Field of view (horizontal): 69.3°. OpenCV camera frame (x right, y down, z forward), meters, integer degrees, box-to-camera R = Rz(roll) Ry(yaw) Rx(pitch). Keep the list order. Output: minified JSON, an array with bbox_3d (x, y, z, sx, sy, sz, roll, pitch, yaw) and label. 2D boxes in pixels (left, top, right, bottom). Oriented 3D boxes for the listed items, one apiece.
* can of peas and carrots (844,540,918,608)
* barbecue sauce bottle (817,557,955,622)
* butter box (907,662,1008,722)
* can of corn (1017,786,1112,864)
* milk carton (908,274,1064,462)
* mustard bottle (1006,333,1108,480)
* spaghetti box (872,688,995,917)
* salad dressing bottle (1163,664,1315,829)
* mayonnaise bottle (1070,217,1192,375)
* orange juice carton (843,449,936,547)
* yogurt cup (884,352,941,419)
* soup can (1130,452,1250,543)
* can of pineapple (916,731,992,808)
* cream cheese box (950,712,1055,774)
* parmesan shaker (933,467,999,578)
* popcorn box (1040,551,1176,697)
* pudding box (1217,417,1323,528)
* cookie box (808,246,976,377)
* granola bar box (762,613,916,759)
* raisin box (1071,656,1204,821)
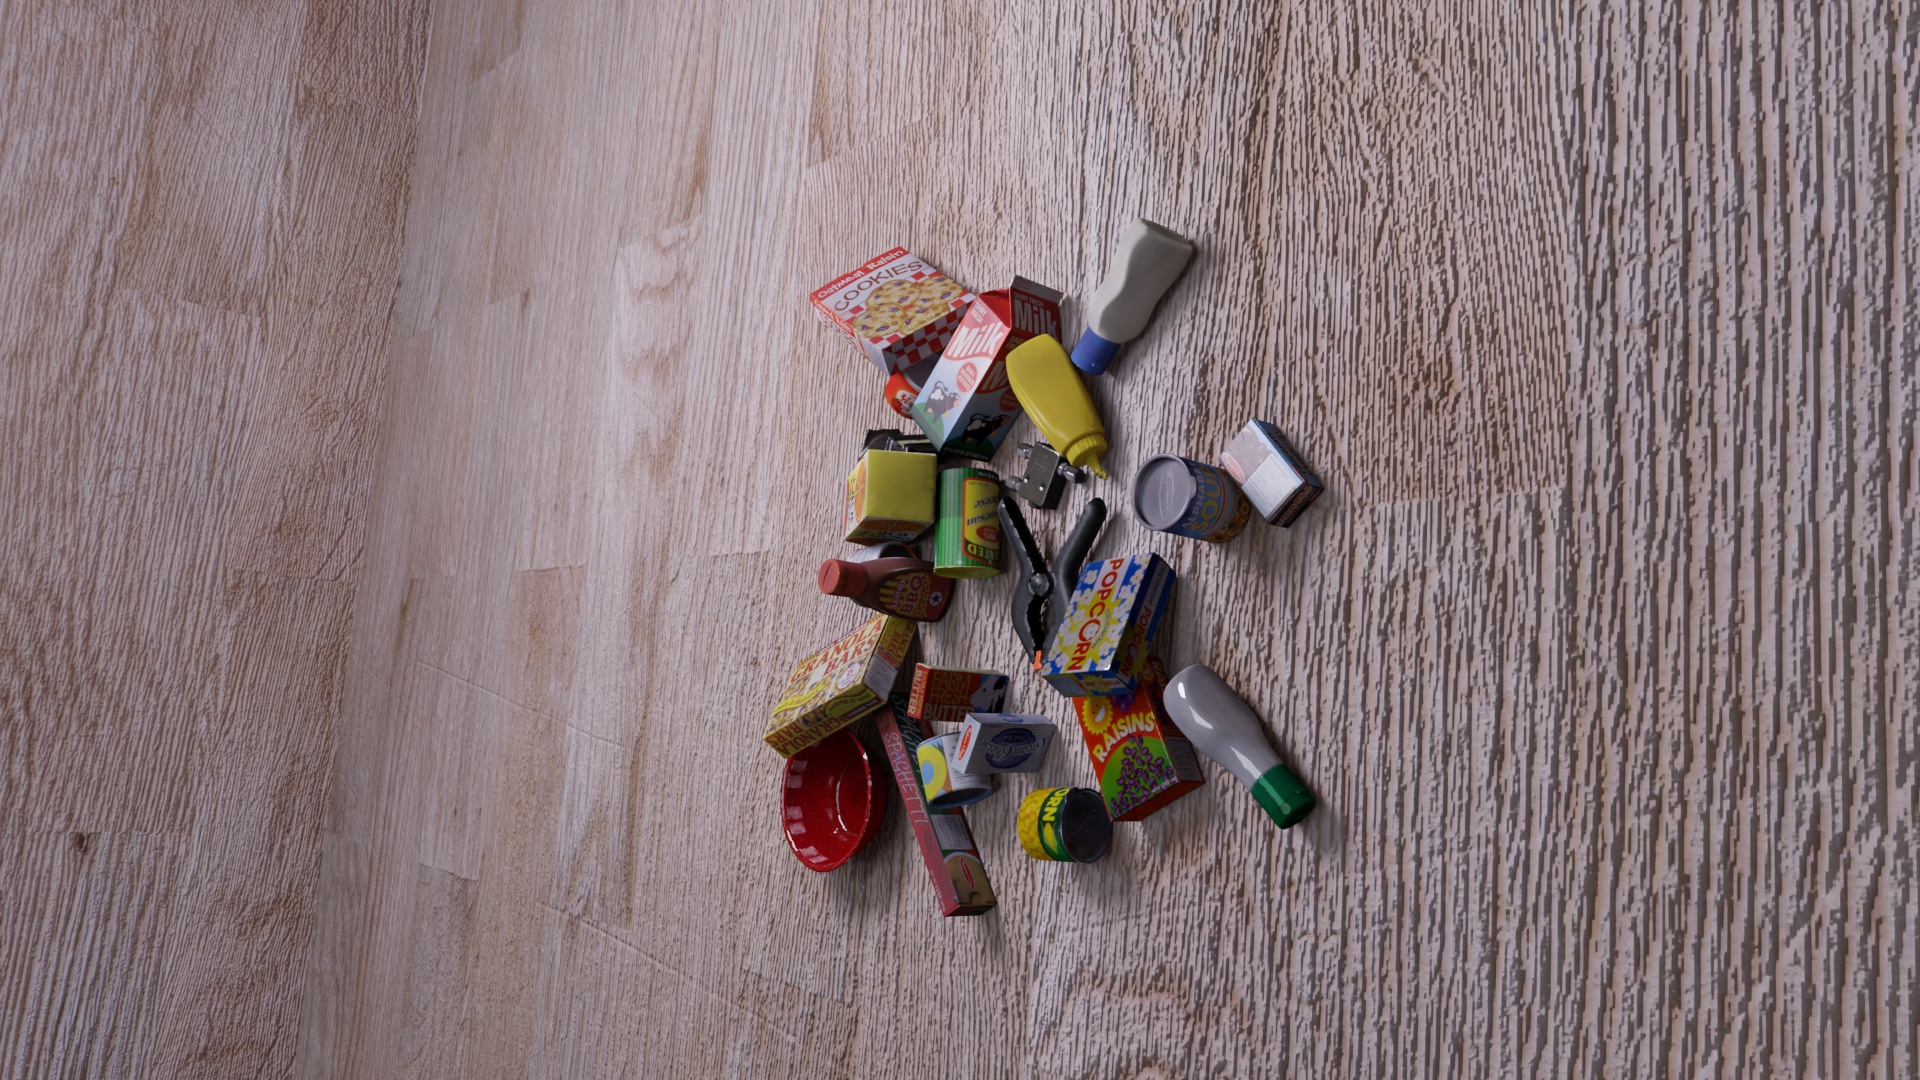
[{"bbox_3d":[-0.083,0.039,1.499,0.058,0.071,0.071,-14,71,46],"label":"can of peas and carrots"},{"bbox_3d":[-0.077,0.046,1.424,0.044,0.149,0.064,32,106,48],"label":"barbecue sauce bottle"},{"bbox_3d":[-0.003,0.150,1.352,0.024,0.103,0.053,10,90,50],"label":"butter box"},{"bbox_3d":[0.092,0.253,1.247,0.058,0.071,0.071,-11,74,48],"label":"can of corn"},{"bbox_3d":[0.033,-0.180,1.409,0.189,0.072,0.074,-58,46,23],"label":"milk carton"},{"bbox_3d":[0.100,-0.120,1.328,0.065,0.048,0.160,-28,68,5],"label":"mustard bottle"},{"bbox_3d":[-0.030,0.259,1.400,0.028,0.050,0.251,-46,50,31],"label":"spaghetti box"},{"bbox_3d":[0.225,0.166,1.125,0.148,0.064,0.043,51,131,33],"label":"salad dressing bottle"},{"bbox_3d":[0.153,-0.224,1.293,0.147,0.065,0.041,-59,31,27],"label":"mayonnaise bottle"},{"bbox_3d":[-0.080,-0.040,1.474,0.192,0.073,0.072,145,128,-74],"label":"orange juice carton"},{"bbox_3d":[-0.046,-0.168,1.504,0.053,0.072,0.072,-46,50,43],"label":"yogurt cup"},{"bbox_3d":[0.198,-0.035,1.180,0.071,0.084,0.071,-13,73,47],"label":"soup can"},{"bbox_3d":[-0.006,0.227,1.368,0.070,0.071,0.058,-36,57,39],"label":"can of pineapple"},{"bbox_3d":[0.040,0.189,1.295,0.024,0.104,0.053,29,105,44],"label":"cream cheese box"},{"bbox_3d":[0.005,-0.018,1.405,0.071,0.071,0.103,-12,73,47],"label":"parmesan shaker"},{"bbox_3d":[0.132,0.074,1.226,0.085,0.038,0.127,-11,46,48],"label":"popcorn box"},{"bbox_3d":[0.258,-0.057,1.158,0.049,0.030,0.084,-53,47,28],"label":"pudding box"},{"bbox_3d":[-0.072,-0.254,1.513,0.168,0.123,0.040,42,157,45],"label":"cookie box"},{"bbox_3d":[-0.130,0.151,1.488,0.165,0.039,0.125,-32,22,34],"label":"granola bar box"},{"bbox_3d":[0.153,0.173,1.219,0.085,0.040,0.124,-40,53,37],"label":"raisin box"}]
